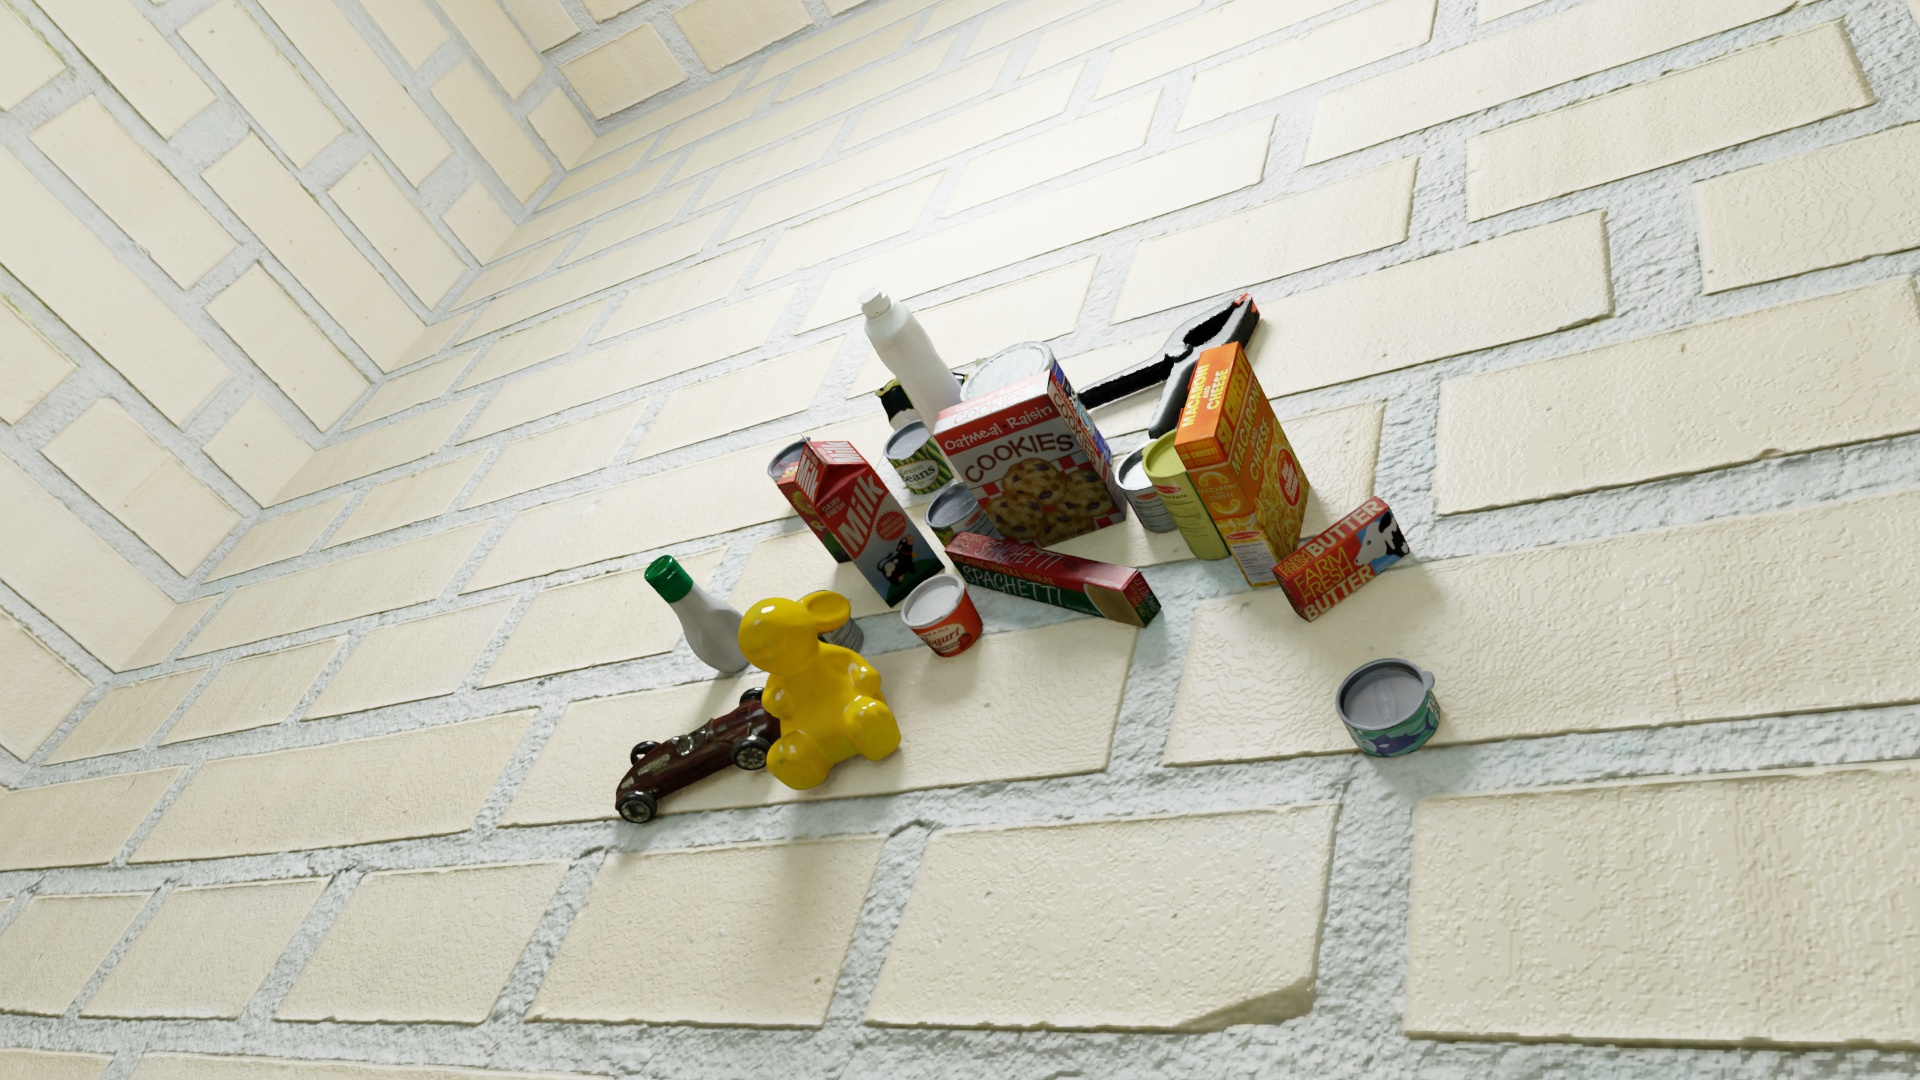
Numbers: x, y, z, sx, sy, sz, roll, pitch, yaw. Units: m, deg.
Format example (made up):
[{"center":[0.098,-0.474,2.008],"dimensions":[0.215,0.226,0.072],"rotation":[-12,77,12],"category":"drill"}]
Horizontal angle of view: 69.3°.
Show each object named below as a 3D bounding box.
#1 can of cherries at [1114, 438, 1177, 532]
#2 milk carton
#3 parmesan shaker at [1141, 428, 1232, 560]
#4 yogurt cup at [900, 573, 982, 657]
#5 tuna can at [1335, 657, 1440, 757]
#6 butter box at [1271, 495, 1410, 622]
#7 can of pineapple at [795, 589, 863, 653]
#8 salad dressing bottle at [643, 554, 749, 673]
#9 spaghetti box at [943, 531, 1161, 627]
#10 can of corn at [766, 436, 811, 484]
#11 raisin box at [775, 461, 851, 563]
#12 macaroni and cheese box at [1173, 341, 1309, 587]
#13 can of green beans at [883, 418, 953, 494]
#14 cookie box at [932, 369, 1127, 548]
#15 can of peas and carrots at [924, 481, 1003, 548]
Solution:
[{"center":[0.186,-0.052,1.292],"dimensions":[0.071,0.058,0.072],"rotation":[-24,33,17],"category":"can of cherries"},{"center":[-0.102,-0.030,1.402],"dimensions":[0.073,0.190,0.072],"rotation":[-38,32,-4],"category":"milk carton"},{"center":[0.208,-0.042,1.216],"dimensions":[0.071,0.102,0.072],"rotation":[-24,33,17],"category":"parmesan shaker"},{"center":[-0.015,0.073,1.316],"dimensions":[0.072,0.053,0.073],"rotation":[-24,34,17],"category":"yogurt cup"},{"center":[0.305,0.118,0.984],"dimensions":[0.071,0.032,0.071],"rotation":[-24,34,17],"category":"tuna can"},{"center":[0.302,0.015,1.102],"dimensions":[0.103,0.053,0.024],"rotation":[-35,32,0],"category":"butter box"},{"center":[-0.141,0.093,1.402],"dimensions":[0.071,0.057,0.071],"rotation":[-24,33,17],"category":"can of pineapple"},{"center":[-0.274,0.077,1.460],"dimensions":[0.044,0.147,0.064],"rotation":[13,55,50],"category":"salad dressing bottle"},{"center":[0.079,0.033,1.286],"dimensions":[0.250,0.050,0.029],"rotation":[12,55,50],"category":"spaghetti box"},{"center":[-0.188,-0.080,1.673],"dimensions":[0.071,0.058,0.071],"rotation":[-24,33,17],"category":"can of corn"},{"center":[-0.128,-0.035,1.496],"dimensions":[0.086,0.123,0.040],"rotation":[-11,39,34],"category":"raisin box"},{"center":[0.236,-0.062,1.158],"dimensions":[0.040,0.166,0.124],"rotation":[-12,39,33],"category":"macaroni and cheese box"},{"center":[-0.044,-0.094,1.559],"dimensions":[0.071,0.057,0.071],"rotation":[-24,33,17],"category":"can of green beans"},{"center":[0.068,-0.071,1.323],"dimensions":[0.123,0.167,0.040],"rotation":[-19,35,24],"category":"cookie box"},{"center":[0.005,-0.018,1.413],"dimensions":[0.071,0.058,0.071],"rotation":[-24,33,17],"category":"can of peas and carrots"}]
